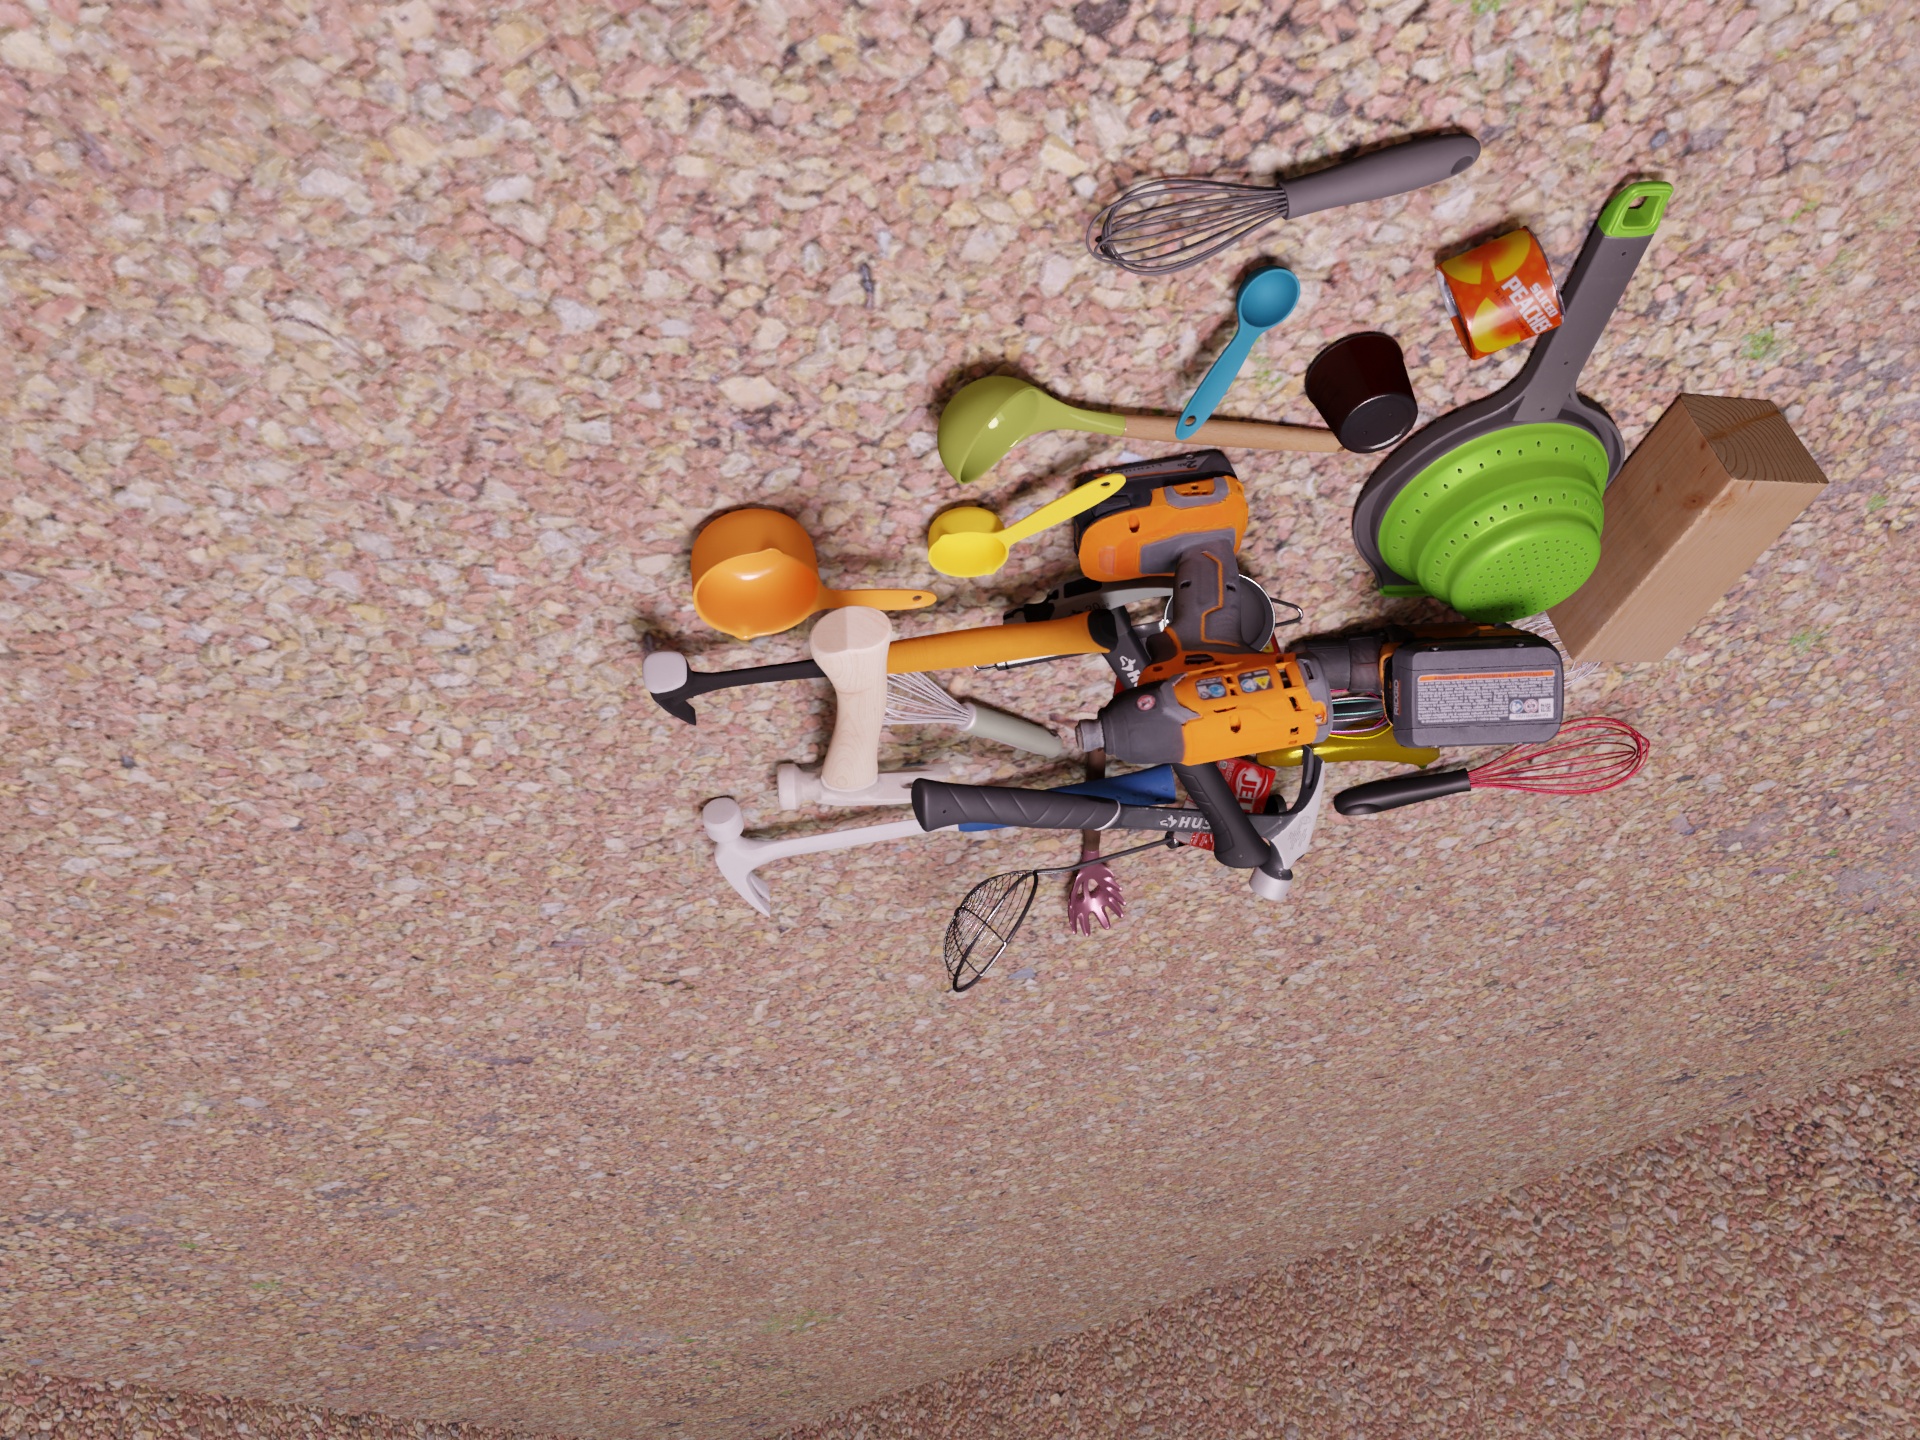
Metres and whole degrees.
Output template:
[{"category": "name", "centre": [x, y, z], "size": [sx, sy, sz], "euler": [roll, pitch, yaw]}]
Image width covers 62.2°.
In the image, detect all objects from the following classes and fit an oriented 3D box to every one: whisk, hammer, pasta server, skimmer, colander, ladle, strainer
[{"category": "whisk", "centre": [0.414, -0.028, 1.380], "size": [0.284, 0.070, 0.070], "euler": [-17, 146, 16]}, {"category": "whisk", "centre": [0.506, 0.052, 1.525], "size": [0.296, 0.073, 0.073], "euler": [-12, 146, 12]}, {"category": "hammer", "centre": [-0.013, 0.092, 1.402], "size": [0.405, 0.035, 0.143], "euler": [-9, 139, 0]}, {"category": "hammer", "centre": [0.142, 0.077, 1.345], "size": [0.408, 0.036, 0.149], "euler": [6, 116, -29]}, {"category": "hammer", "centre": [-0.065, 0.001, 1.158], "size": [0.146, 0.038, 0.410], "euler": [-2, 164, -6]}, {"category": "whisk", "centre": [-0.002, -0.004, 1.289], "size": [0.246, 0.058, 0.059], "euler": [18, 105, -43]}, {"category": "whisk", "centre": [0.254, 0.000, 1.361], "size": [0.245, 0.051, 0.047], "euler": [-6, 114, 4]}, {"category": "whisk", "centre": [0.188, -0.305, 0.922], "size": [0.239, 0.055, 0.055], "euler": [-16, 146, -3]}, {"category": "pasta server", "centre": [0.128, 0.110, 1.499], "size": [0.060, 0.040, 0.316], "euler": [-18, 145, -10]}, {"category": "skimmer", "centre": [0.150, 0.155, 1.472], "size": [0.363, 0.090, 0.127], "euler": [-15, 174, -17]}, {"category": "colander", "centre": [0.411, -0.186, 1.114], "size": [0.204, 0.095, 0.396], "euler": [-6, 145, -10]}, {"category": "hammer", "centre": [0.174, 0.007, 1.263], "size": [0.146, 0.035, 0.334], "euler": [-21, 128, 21]}, {"category": "ladle", "centre": [0.134, -0.186, 1.063], "size": [0.320, 0.062, 0.078], "euler": [0, 146, -22]}, {"category": "strainer", "centre": [0.134, -0.070, 1.242], "size": [0.258, 0.050, 0.086], "euler": [-11, 122, 8]}, {"category": "hammer", "centre": [-0.054, -0.043, 1.159], "size": [0.337, 0.034, 0.127], "euler": [-7, 170, 0]}]

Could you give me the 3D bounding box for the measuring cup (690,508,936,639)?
[{"category": "measuring cup", "centre": [-0.103, -0.104, 1.108], "size": [0.173, 0.052, 0.095], "euler": [0, 144, -21]}]

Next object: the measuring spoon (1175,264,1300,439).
[{"category": "measuring spoon", "centre": [0.169, -0.236, 1.014], "size": [0.042, 0.021, 0.128], "euler": [9, 129, -32]}]

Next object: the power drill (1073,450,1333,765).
[{"category": "power drill", "centre": [0.141, -0.069, 1.077], "size": [0.164, 0.227, 0.084], "euler": [-11, 145, -3]}]

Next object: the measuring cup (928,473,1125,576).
[{"category": "measuring cup", "centre": [0.045, -0.144, 1.098], "size": [0.156, 0.029, 0.062], "euler": [-23, 146, 28]}]

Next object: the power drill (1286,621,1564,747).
[{"category": "power drill", "centre": [0.356, -0.036, 1.237], "size": [0.185, 0.084, 0.226], "euler": [-2, -170, 6]}]
